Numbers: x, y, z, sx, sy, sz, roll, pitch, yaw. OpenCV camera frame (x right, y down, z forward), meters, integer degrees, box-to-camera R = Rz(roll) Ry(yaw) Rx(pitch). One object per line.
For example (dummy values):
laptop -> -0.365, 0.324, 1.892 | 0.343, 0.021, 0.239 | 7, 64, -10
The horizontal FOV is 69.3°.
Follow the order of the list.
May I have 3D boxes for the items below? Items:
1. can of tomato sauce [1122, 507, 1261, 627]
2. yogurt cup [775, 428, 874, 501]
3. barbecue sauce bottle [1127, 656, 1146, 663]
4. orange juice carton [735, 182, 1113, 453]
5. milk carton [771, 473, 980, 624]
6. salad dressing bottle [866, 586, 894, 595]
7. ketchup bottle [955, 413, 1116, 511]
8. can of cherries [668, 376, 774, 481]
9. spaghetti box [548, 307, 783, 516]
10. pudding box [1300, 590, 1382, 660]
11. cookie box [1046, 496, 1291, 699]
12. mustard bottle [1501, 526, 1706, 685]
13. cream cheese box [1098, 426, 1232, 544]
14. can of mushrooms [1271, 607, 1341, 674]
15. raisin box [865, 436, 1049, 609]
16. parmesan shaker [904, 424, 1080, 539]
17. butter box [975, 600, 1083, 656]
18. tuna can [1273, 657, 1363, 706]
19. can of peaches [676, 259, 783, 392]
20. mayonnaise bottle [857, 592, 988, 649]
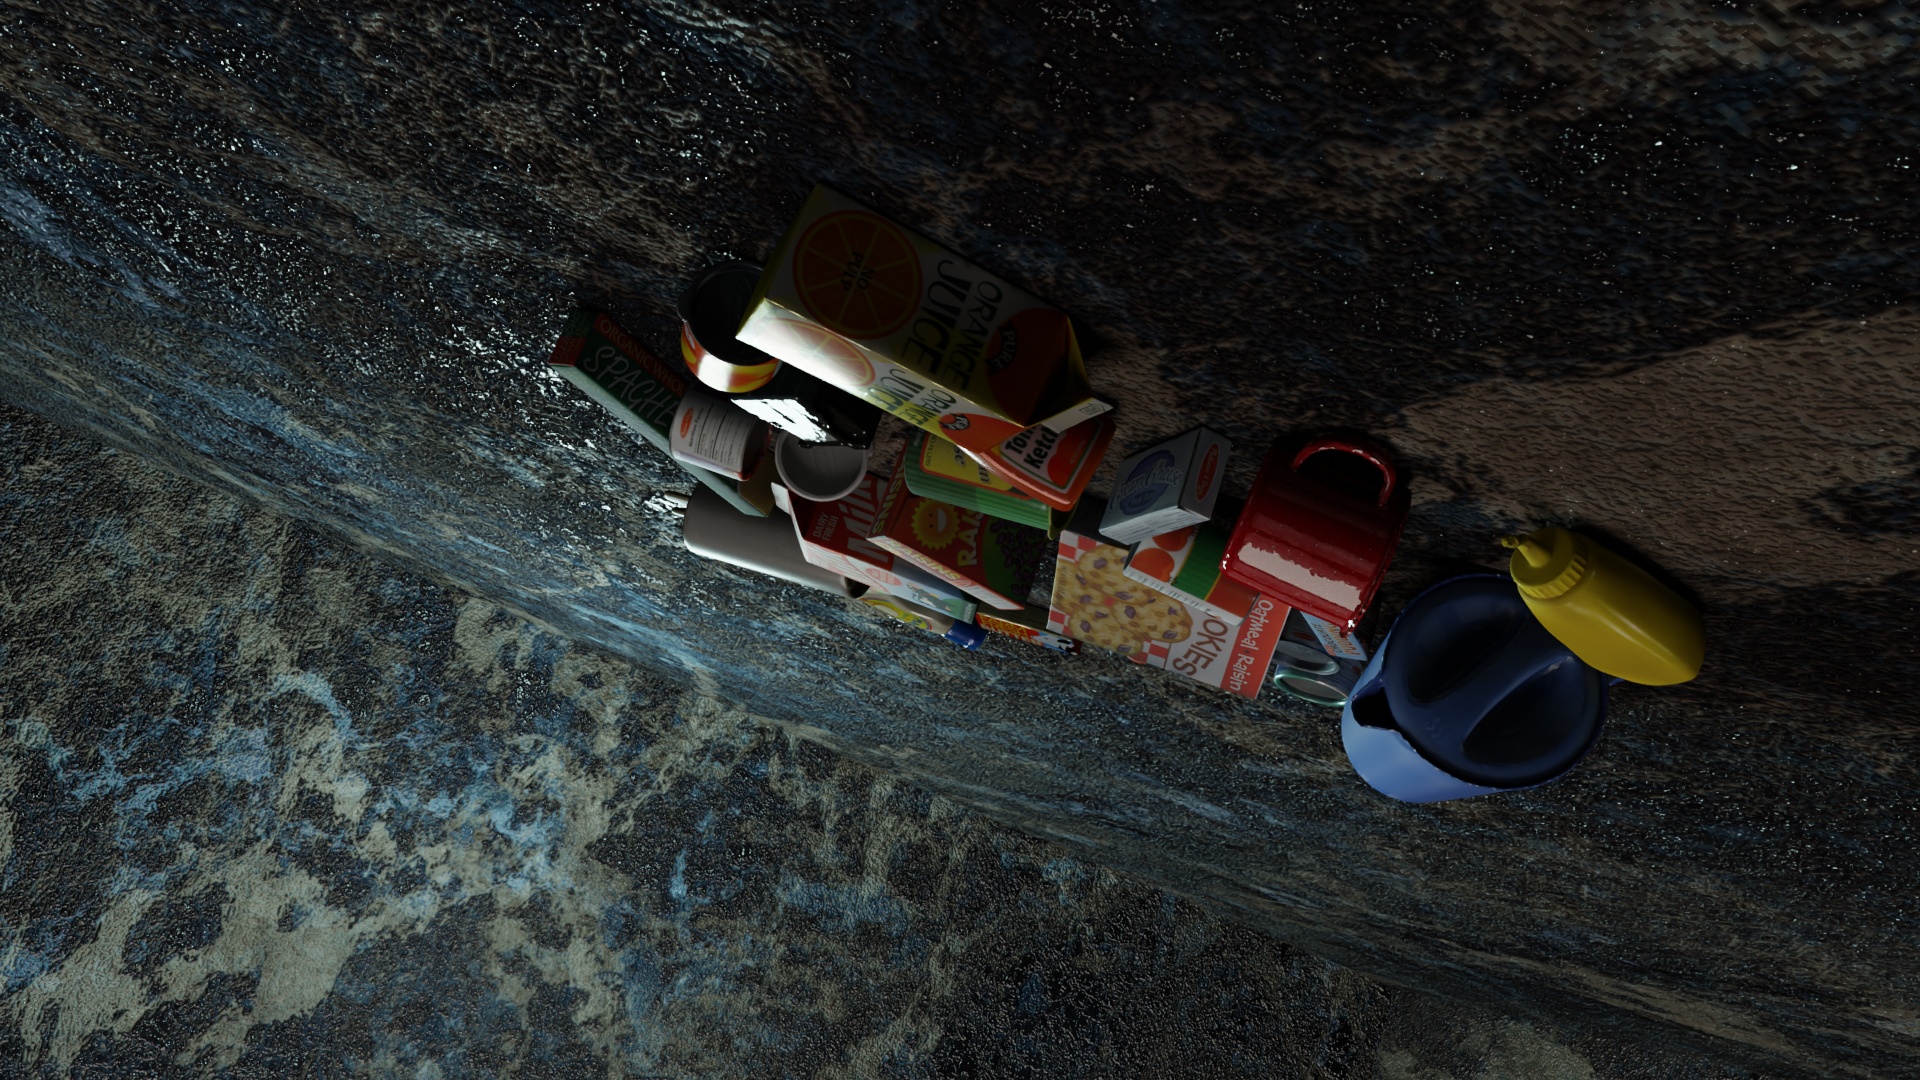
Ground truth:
can of tomato sauce -> 0.158, 0.008, 0.913 | 0.083, 0.071, 0.071 | 24, 164, 2
yogurt cup -> -0.103, -0.060, 1.028 | 0.072, 0.072, 0.054 | 22, 171, -4
barbecue sauce bottle -> 0.157, 0.068, 1.149 | 0.065, 0.044, 0.148 | 21, 164, 8
orange juice carton -> -0.014, -0.106, 0.748 | 0.193, 0.073, 0.071 | 25, 163, -15
milk carton -> -0.065, -0.004, 1.138 | 0.191, 0.073, 0.072 | 21, 164, 2
salad dressing bottle -> -0.040, 0.030, 1.269 | 0.147, 0.044, 0.064 | 4, 158, 45
ketchup bottle -> 0.015, -0.078, 0.829 | 0.149, 0.065, 0.043 | 29, 174, 1
can of cherries -> -0.176, -0.084, 1.039 | 0.058, 0.071, 0.071 | 18, 163, 6
spaghetti box -> -0.221, -0.094, 1.085 | 0.028, 0.050, 0.249 | 7, 159, 33
pudding box -> 0.257, 0.044, 0.936 | 0.030, 0.050, 0.083 | 9, 159, 32
cookie box -> 0.153, 0.042, 1.013 | 0.167, 0.040, 0.122 | 18, 142, 11
mustard bottle -> 0.354, 0.031, 0.778 | 0.160, 0.049, 0.065 | 31, 160, -29
cream cheese box -> 0.124, -0.032, 0.853 | 0.024, 0.053, 0.103 | 24, 164, -17
can of mushrooms -> 0.260, 0.075, 1.063 | 0.071, 0.033, 0.071 | 19, 163, 6
raisin box -> 0.004, -0.013, 1.004 | 0.123, 0.086, 0.040 | 29, 163, -25
parmesan shaker -> 0.022, -0.047, 0.897 | 0.103, 0.071, 0.071 | 15, 162, 19
butter box -> 0.066, 0.080, 1.334 | 0.103, 0.024, 0.053 | 16, 162, 17
tuna can -> 0.290, 0.109, 1.134 | 0.071, 0.033, 0.071 | 19, 163, 6
can of peaches -> -0.137, -0.129, 0.839 | 0.071, 0.071, 0.058 | 24, 164, -8
mayonnaise bottle -> -0.042, 0.064, 1.385 | 0.148, 0.041, 0.064 | 27, 161, -18
